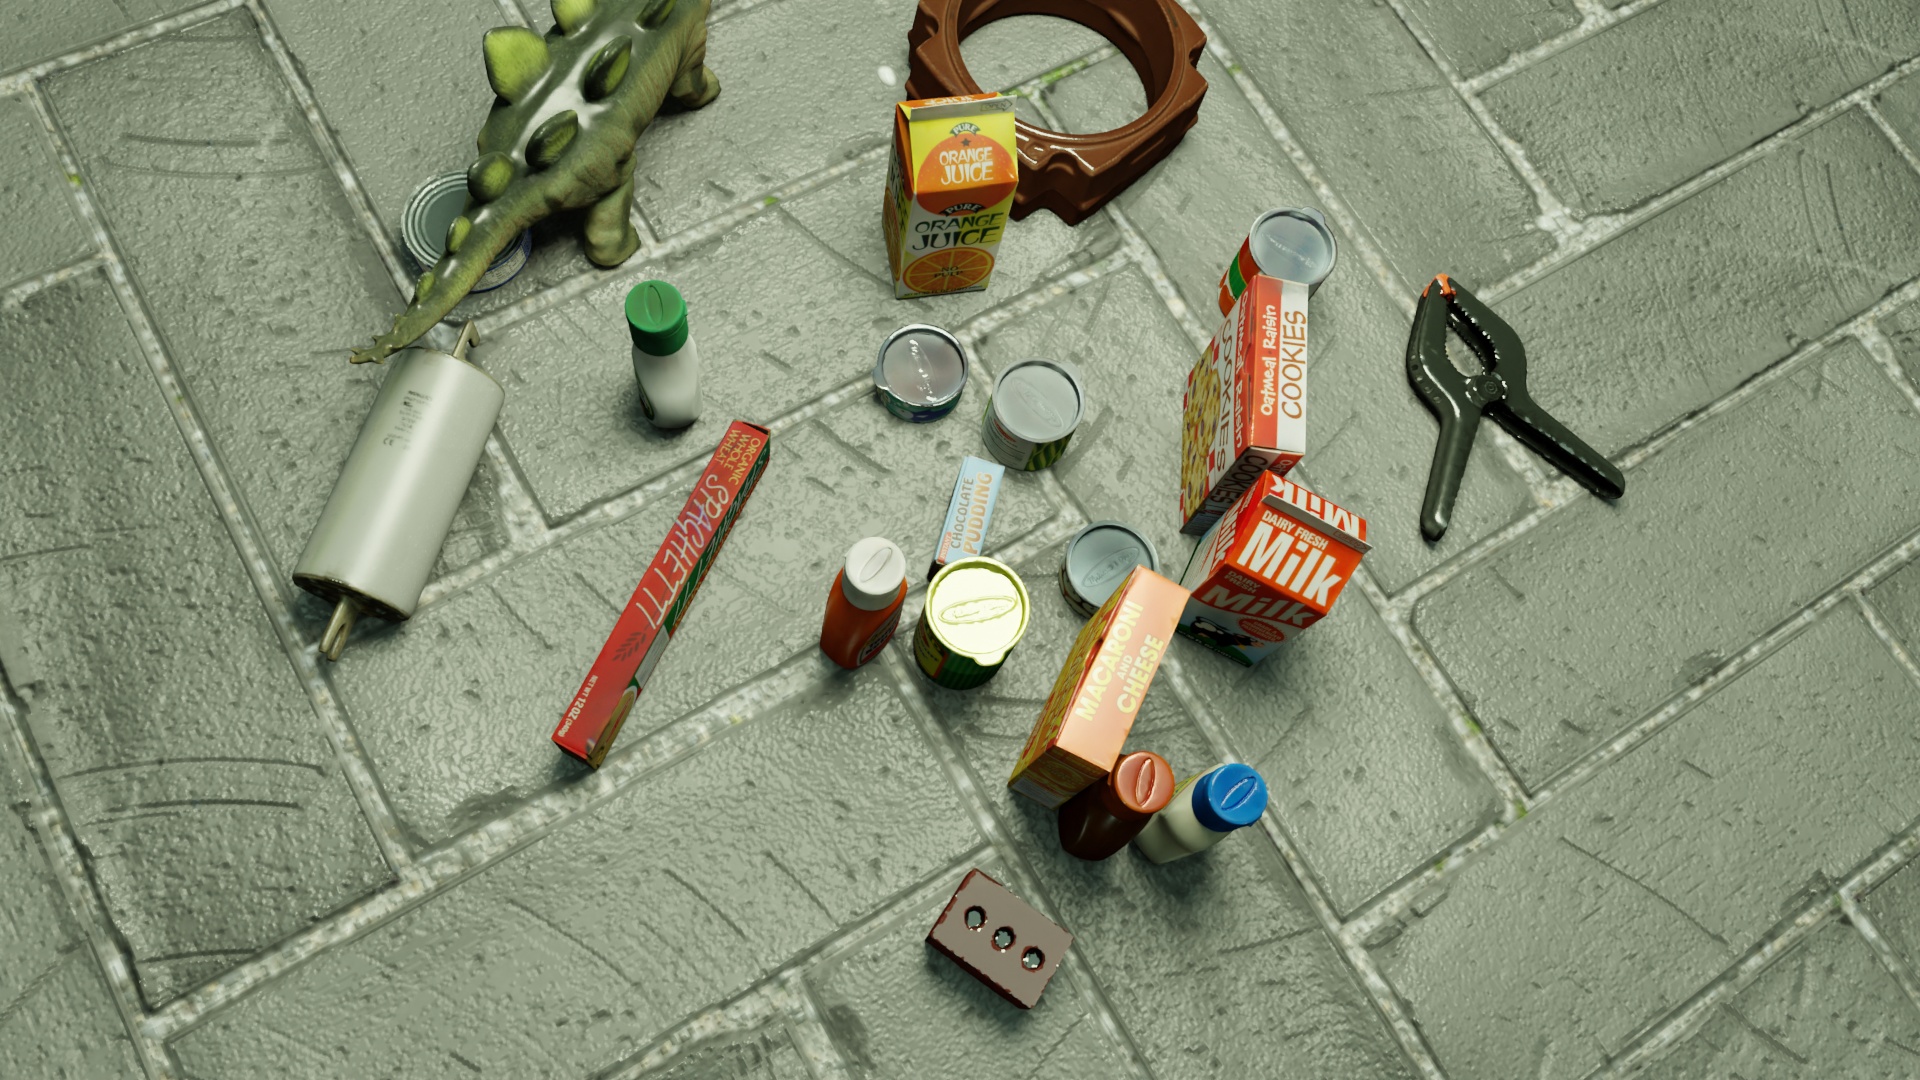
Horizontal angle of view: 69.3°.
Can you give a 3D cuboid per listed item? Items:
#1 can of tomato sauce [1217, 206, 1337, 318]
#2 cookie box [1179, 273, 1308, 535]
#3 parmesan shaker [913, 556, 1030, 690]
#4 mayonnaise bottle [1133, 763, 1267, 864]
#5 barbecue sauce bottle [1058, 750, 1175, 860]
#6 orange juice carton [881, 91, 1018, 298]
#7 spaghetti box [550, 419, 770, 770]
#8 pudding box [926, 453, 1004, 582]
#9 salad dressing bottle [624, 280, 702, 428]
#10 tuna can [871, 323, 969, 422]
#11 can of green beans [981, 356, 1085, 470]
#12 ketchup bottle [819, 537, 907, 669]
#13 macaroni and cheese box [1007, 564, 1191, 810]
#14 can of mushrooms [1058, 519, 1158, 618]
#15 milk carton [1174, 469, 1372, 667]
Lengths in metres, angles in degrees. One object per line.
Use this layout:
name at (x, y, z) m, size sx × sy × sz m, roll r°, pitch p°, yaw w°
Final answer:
can of tomato sauce at (0.237, -0.202, 1.043) m, size 0.071 × 0.082 × 0.071 m, roll 2°, pitch 71°, yaw -7°
cookie box at (0.191, -0.087, 0.953) m, size 0.040 × 0.167 × 0.123 m, roll 7°, pitch 71°, yaw -5°
parmesan shaker at (0.005, 0.059, 0.912) m, size 0.071 × 0.102 × 0.071 m, roll 2°, pitch 71°, yaw -7°
mayonnaise bottle at (0.152, 0.168, 0.870) m, size 0.065 × 0.147 × 0.041 m, roll -39°, pitch 80°, yaw -17°
barbecue sauce bottle at (0.096, 0.161, 0.865) m, size 0.044 × 0.148 × 0.065 m, roll 17°, pitch 70°, yaw -2°
orange juice carton at (-0.009, -0.248, 0.968) m, size 0.072 × 0.192 × 0.073 m, roll -9°, pitch 73°, yaw -10°
spaghetti box at (-0.194, 0.032, 0.923) m, size 0.029 × 0.050 × 0.251 m, roll 25°, pitch 70°, yaw 1°
pudding box at (0.003, -0.012, 0.965) m, size 0.030 × 0.049 × 0.084 m, roll 17°, pitch 70°, yaw -2°
salad dressing bottle at (-0.197, -0.123, 0.925) m, size 0.044 × 0.147 × 0.064 m, roll -10°, pitch 73°, yaw -11°
tuna can at (-0.031, -0.120, 1.006) m, size 0.071 × 0.032 × 0.071 m, roll 2°, pitch 71°, yaw -7°
can of green beans at (0.051, -0.090, 0.994) m, size 0.071 × 0.057 × 0.071 m, roll 2°, pitch 71°, yaw -7°
ketchup bottle at (-0.060, 0.037, 0.887) m, size 0.043 × 0.148 × 0.065 m, roll 38°, pitch 71°, yaw 6°
macaroni and cheese box at (0.083, 0.097, 0.876) m, size 0.040 × 0.166 × 0.124 m, roll 27°, pitch 70°, yaw 2°
can of mushrooms at (0.105, 0.024, 0.974) m, size 0.071 × 0.033 × 0.071 m, roll 2°, pitch 71°, yaw -7°
milk carton at (0.200, 0.017, 0.906) m, size 0.072 × 0.190 × 0.074 m, roll 27°, pitch 70°, yaw 2°
